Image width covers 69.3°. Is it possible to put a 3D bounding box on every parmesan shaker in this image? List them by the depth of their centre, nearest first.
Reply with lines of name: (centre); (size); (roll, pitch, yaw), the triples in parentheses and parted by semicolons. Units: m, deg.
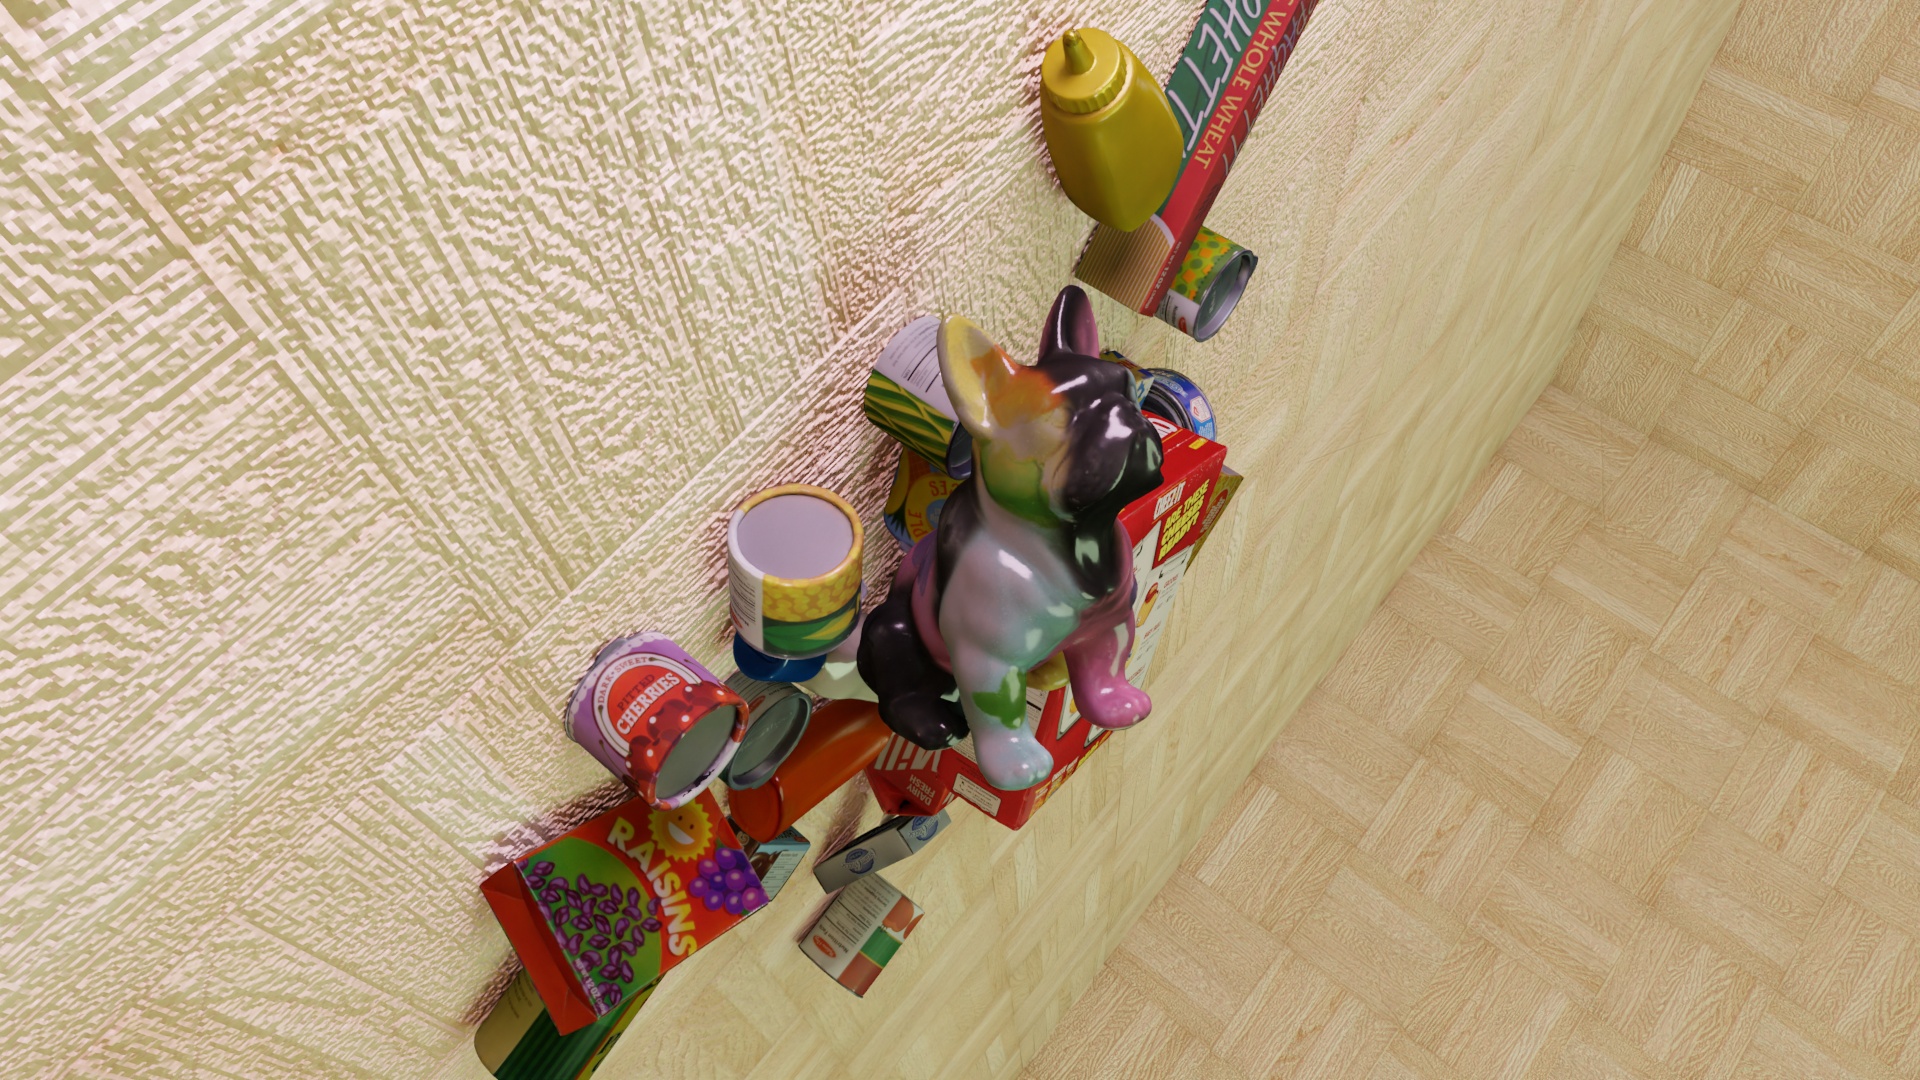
parmesan shaker: (-0.205, 0.241, 0.752); (0.103, 0.071, 0.071); (-54, 159, -1)

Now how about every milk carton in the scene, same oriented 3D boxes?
milk carton: (-0.009, 0.120, 0.970); (0.072, 0.073, 0.189); (-26, 145, -52)

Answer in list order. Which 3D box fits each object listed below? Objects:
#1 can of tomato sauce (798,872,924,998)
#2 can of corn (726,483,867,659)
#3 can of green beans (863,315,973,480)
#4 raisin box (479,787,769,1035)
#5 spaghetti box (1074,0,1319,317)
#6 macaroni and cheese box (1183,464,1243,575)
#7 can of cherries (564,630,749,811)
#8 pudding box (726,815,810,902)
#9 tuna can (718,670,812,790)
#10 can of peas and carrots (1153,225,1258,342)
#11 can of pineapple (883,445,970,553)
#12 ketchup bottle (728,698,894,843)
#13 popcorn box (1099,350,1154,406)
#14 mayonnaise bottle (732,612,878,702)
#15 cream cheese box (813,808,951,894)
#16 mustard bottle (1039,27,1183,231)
can of tomato sauce: (-0.078, 0.313, 1.117); (0.083, 0.071, 0.071); (-51, 158, -12)
can of corn: (-0.078, 0.014, 0.679); (0.071, 0.071, 0.058); (-40, 154, -33)
can of green beans: (-0.008, -0.073, 0.713); (0.071, 0.058, 0.071); (-44, 156, -26)
raisin box: (-0.166, 0.178, 0.705); (0.040, 0.086, 0.124); (-36, 172, 36)
spaghetti box: (0.143, -0.249, 0.784); (0.029, 0.050, 0.249); (-14, 134, -61)
macaroni and cheese box: (0.162, -0.009, 1.117); (0.123, 0.040, 0.167); (-61, 160, 13)
can of cherries: (-0.144, 0.085, 0.658); (0.072, 0.058, 0.071); (-45, 157, -25)
pudding box: (-0.134, 0.205, 0.893); (0.049, 0.030, 0.083); (-54, 158, 1)
tuna can: (-0.118, 0.105, 0.778); (0.071, 0.033, 0.070); (-44, 156, -26)
can of peas and carrots: (0.148, -0.172, 0.895); (0.071, 0.059, 0.070); (-45, 157, -26)
can of pineapple: (-0.005, -0.029, 0.771); (0.071, 0.071, 0.057); (-29, 146, -48)
ketchup bottle: (-0.079, 0.129, 0.878); (0.149, 0.043, 0.064); (-32, 150, -45)
popcorn box: (0.069, -0.072, 0.902); (0.127, 0.038, 0.084); (-23, 141, -54)
mayonnaise bottle: (-0.072, 0.063, 0.779); (0.041, 0.065, 0.148); (-56, 155, 9)
cream cheese box: (-0.058, 0.227, 1.031); (0.103, 0.024, 0.053); (-34, 177, 38)
mustard bottle: (0.071, -0.212, 0.690); (0.065, 0.049, 0.160); (-54, 158, -1)
